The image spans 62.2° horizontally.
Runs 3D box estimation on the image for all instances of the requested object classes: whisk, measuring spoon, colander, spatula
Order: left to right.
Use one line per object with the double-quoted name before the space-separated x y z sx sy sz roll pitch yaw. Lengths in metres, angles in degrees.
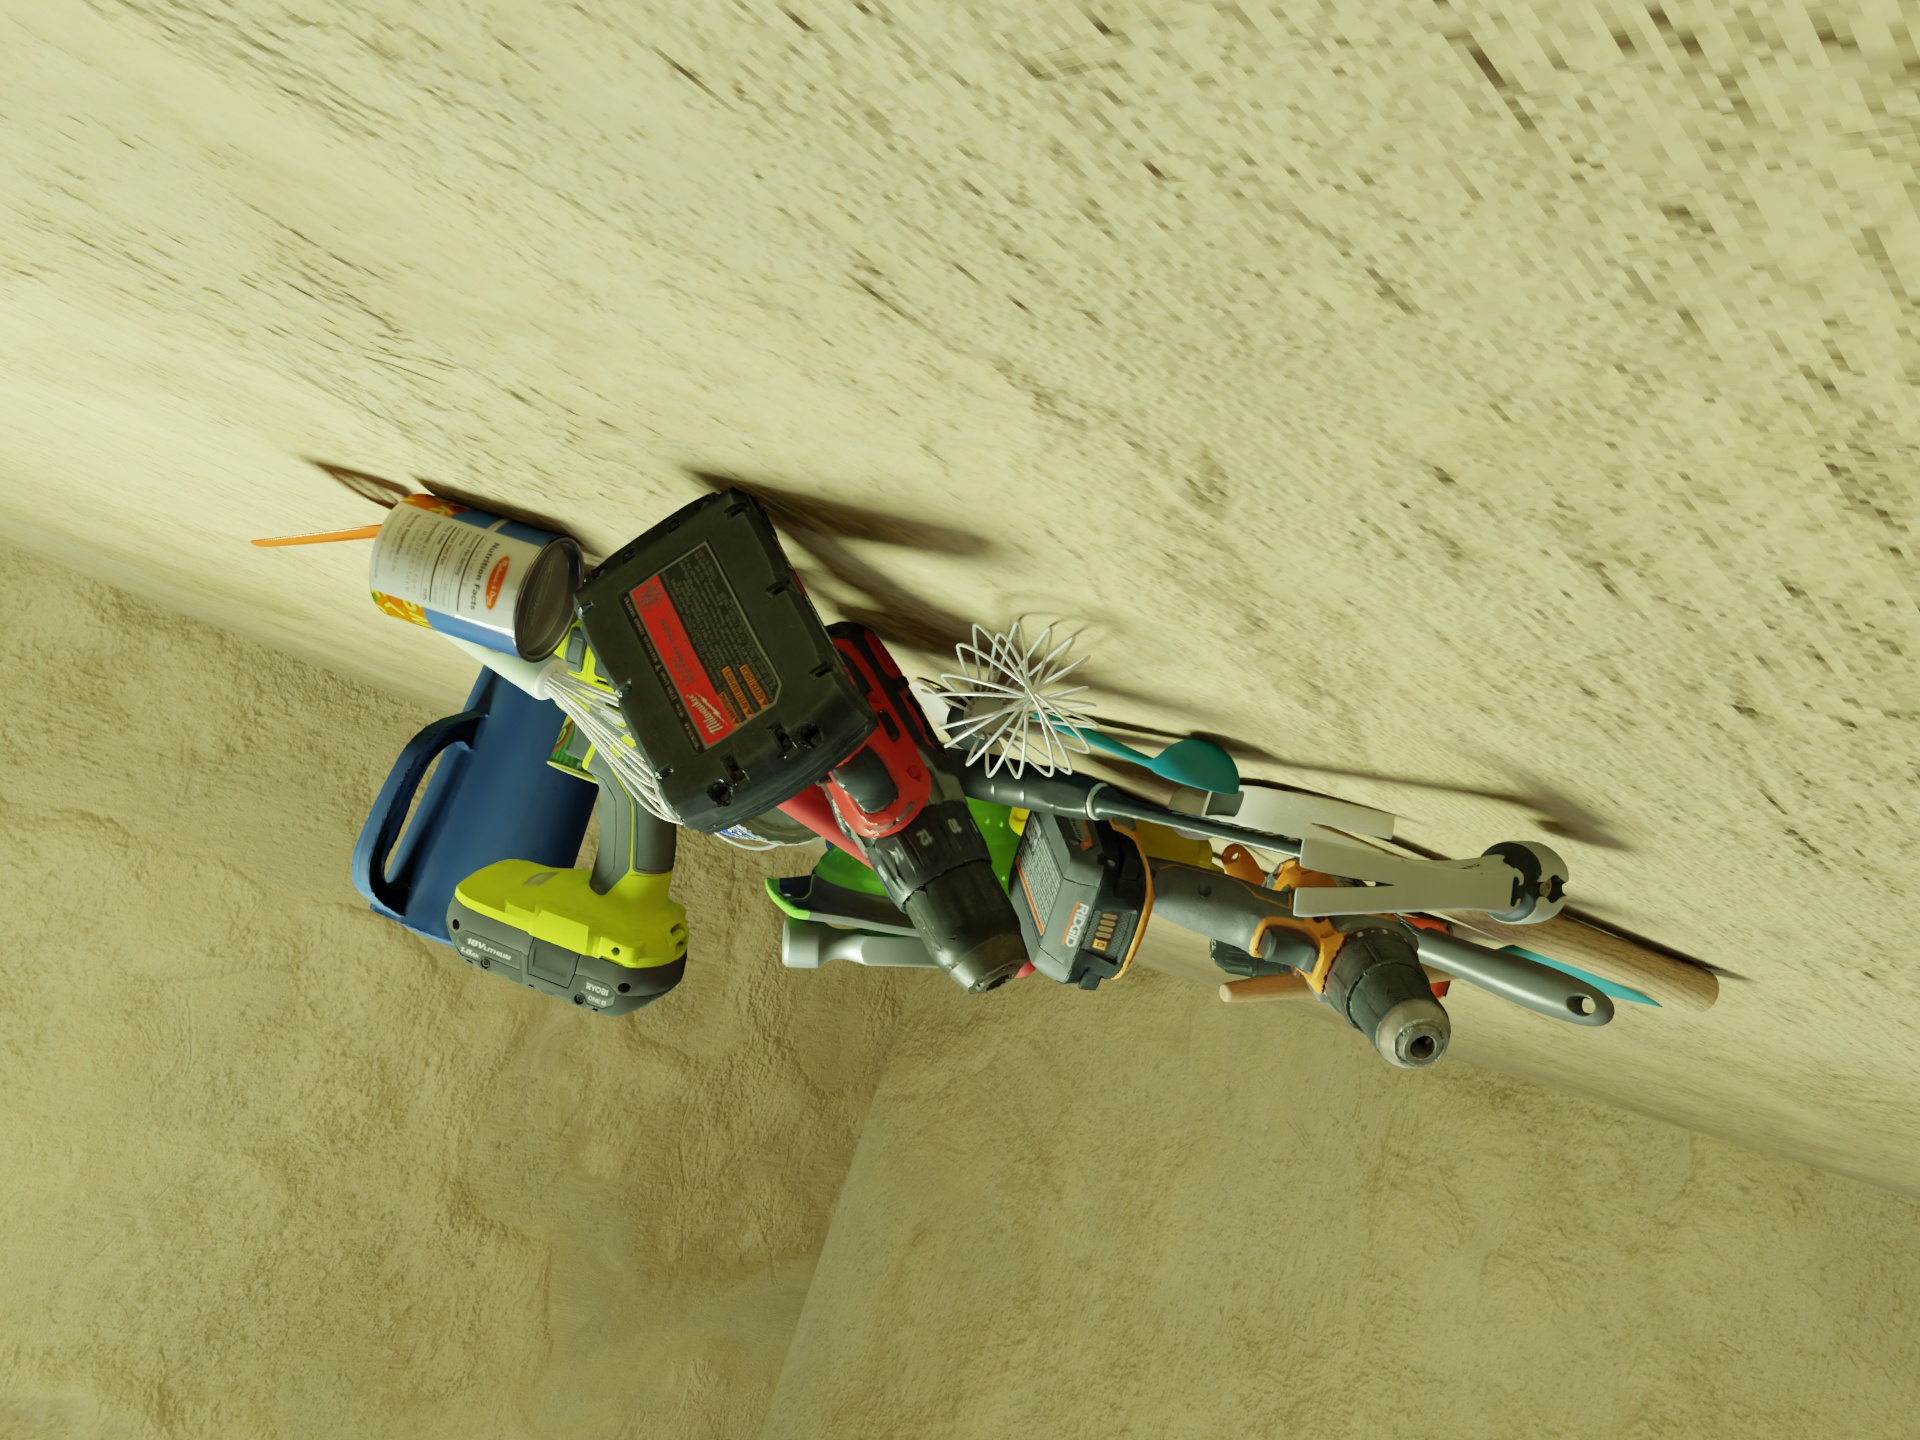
"spatula" -0.297 -0.073 0.970 0.081 0.041 0.322 -5 164 12
"whisk" -0.208 -0.018 0.828 0.246 0.058 0.059 31 144 17
"measuring spoon" -0.001 -0.003 0.910 0.034 0.018 0.124 16 164 24
"whisk" 0.015 -0.005 0.732 0.070 0.070 0.284 19 176 -4
"colander" 0.066 0.087 1.123 0.397 0.094 0.204 3 -175 -17
"measuring spoon" 0.085 0.007 0.785 0.042 0.021 0.129 7 -168 -46
"measuring spoon" 0.203 0.111 1.097 0.011 0.021 0.116 45 180 37
"whisk" 0.287 0.142 0.986 0.239 0.055 0.055 18 173 43
"spatula" 0.311 0.174 1.042 0.317 0.044 0.082 -2 -178 -21

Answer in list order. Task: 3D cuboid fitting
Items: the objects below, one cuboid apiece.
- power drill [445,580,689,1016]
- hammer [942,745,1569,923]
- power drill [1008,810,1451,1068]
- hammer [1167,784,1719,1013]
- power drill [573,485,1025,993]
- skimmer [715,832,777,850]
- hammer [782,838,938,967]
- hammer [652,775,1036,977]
"power drill" -0.214 0.033 0.900 0.190 0.228 0.080 18 -165 9
"hammer" 0.079 0.045 0.794 0.149 0.036 0.409 4 -176 -40
"power drill" 0.153 0.120 0.890 0.226 0.084 0.185 14 -162 -12
"hammer" 0.283 0.101 0.874 0.331 0.031 0.130 21 171 -17
"power drill" -0.050 0.020 0.664 0.188 0.080 0.226 60 -173 22
"skimmer" -0.224 0.033 1.324 0.127 0.090 0.363 26 172 14
"hammer" -0.069 0.132 1.242 0.144 0.035 0.405 4 -175 -8
"hammer" -0.053 0.050 0.856 0.385 0.038 0.143 41 -161 -52
